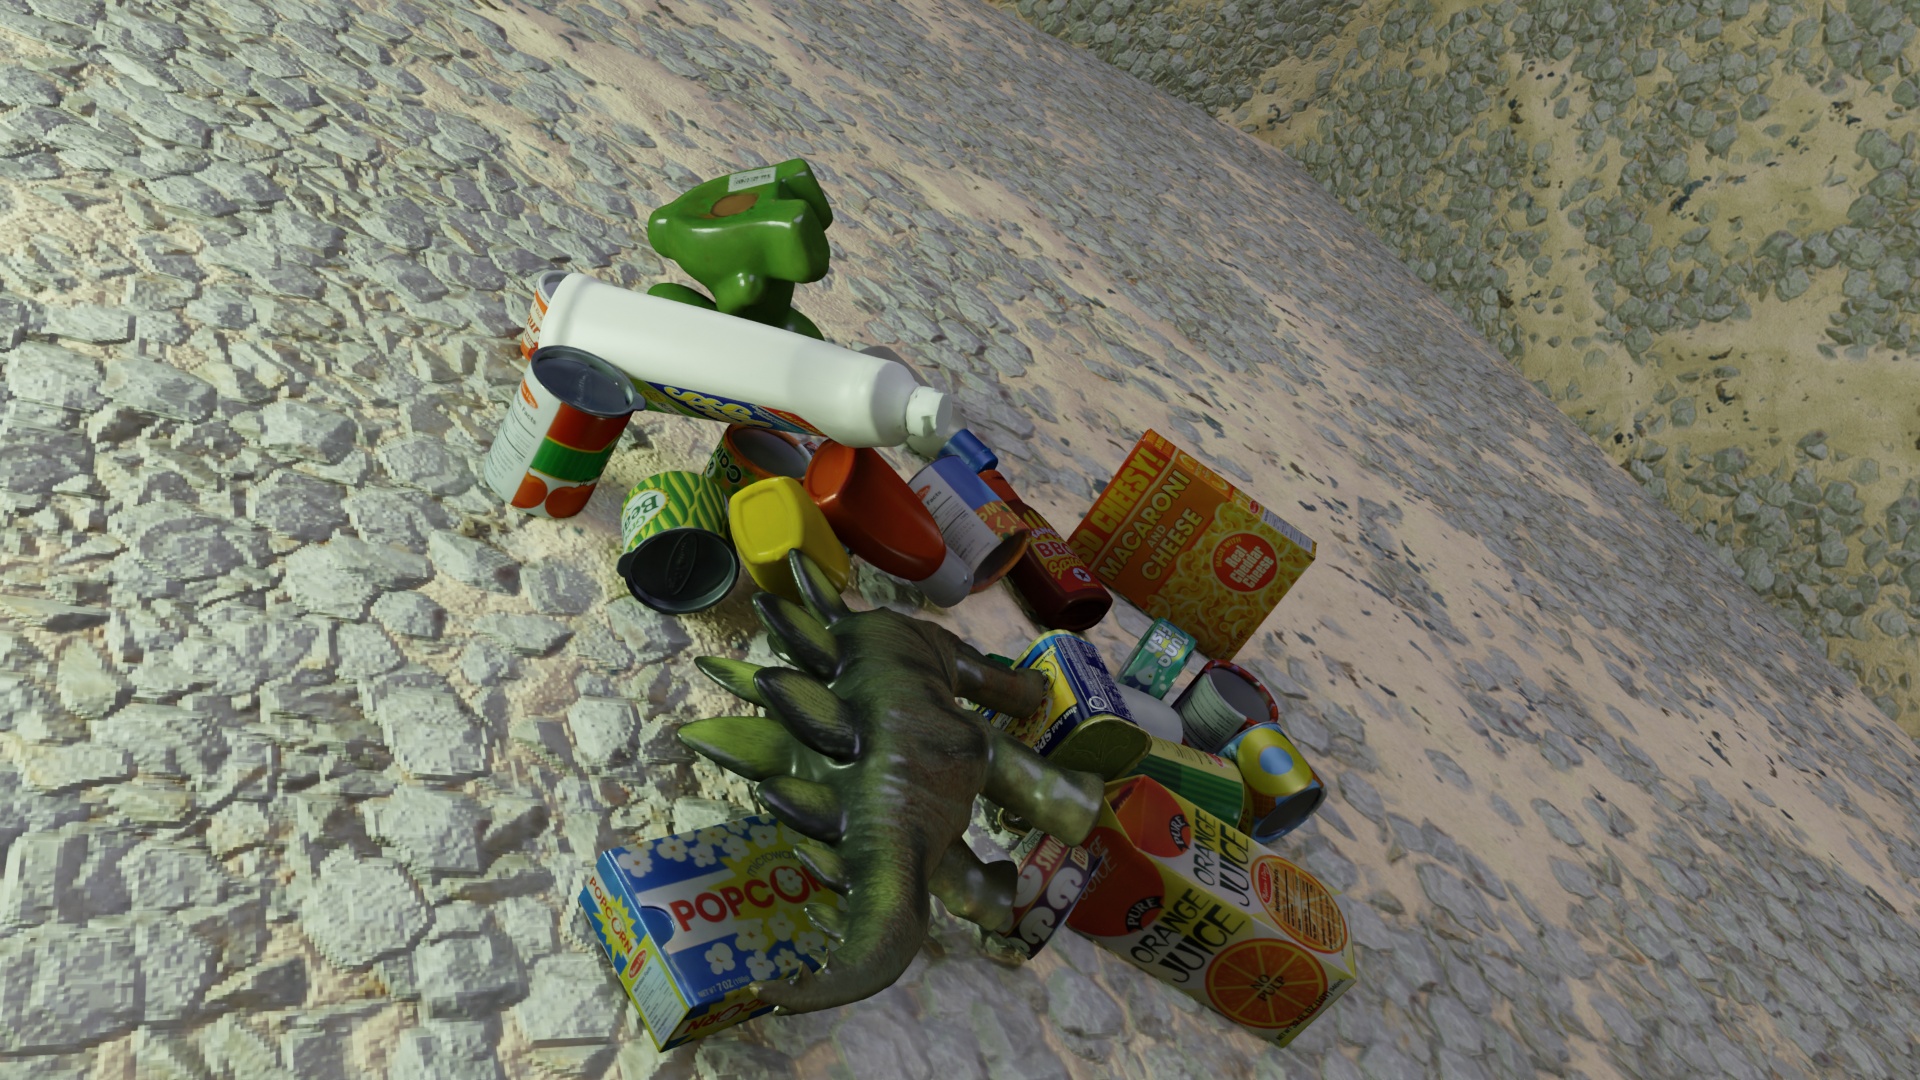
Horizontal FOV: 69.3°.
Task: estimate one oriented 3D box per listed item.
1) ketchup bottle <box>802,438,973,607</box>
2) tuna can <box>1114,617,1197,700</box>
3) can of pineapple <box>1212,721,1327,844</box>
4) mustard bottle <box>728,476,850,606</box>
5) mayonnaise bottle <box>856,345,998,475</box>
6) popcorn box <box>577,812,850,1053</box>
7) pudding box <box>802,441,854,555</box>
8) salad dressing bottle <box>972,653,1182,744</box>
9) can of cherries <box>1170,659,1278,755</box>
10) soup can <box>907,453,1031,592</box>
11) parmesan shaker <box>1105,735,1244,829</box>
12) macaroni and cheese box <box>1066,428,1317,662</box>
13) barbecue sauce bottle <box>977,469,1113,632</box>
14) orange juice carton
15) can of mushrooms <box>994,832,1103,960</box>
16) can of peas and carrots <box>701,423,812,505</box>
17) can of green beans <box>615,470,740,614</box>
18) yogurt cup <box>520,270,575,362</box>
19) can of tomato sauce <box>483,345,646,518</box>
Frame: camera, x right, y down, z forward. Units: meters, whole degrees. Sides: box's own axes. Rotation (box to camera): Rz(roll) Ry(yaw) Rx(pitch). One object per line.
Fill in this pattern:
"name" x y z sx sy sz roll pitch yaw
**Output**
"ketchup bottle" -0.045 -0.007 0.940 0.148 0.043 0.065 45 44 -39
"tuna can" 0.142 0.090 1.015 0.033 0.070 0.071 35 28 4
"can of pineapple" 0.211 0.170 0.969 0.071 0.070 0.058 5 39 -43
"mustard bottle" -0.099 0.011 0.863 0.160 0.049 0.065 63 7 -71
"mayonnaise bottle" -0.032 -0.103 1.165 0.148 0.041 0.065 44 31 16
"popcorn box" -0.103 0.176 0.651 0.127 0.038 0.085 -2 46 -49
"pudding box" -0.093 -0.031 0.996 0.084 0.030 0.050 39 27 9
"salad dressing bottle" 0.078 0.115 0.937 0.147 0.043 0.064 21 32 -21
"can of cherries" 0.191 0.129 1.017 0.071 0.058 0.072 26 29 -15
"soup can" 0.004 -0.013 1.033 0.084 0.071 0.071 46 30 21
"parmesan shaker" 0.119 0.158 0.891 0.103 0.071 0.071 20 31 -24
"macaroni and cheese box" 0.185 0.006 1.136 0.166 0.123 0.040 35 25 2
"barbecue sauce bottle" 0.054 0.006 1.081 0.065 0.043 0.149 3 40 -45
"orange juice carton" 0.131 0.207 0.816 0.193 0.071 0.073 31 28 -6
"can of mushrooms" 0.045 0.189 0.755 0.033 0.070 0.071 36 28 7
"can of peas and carrots" -0.141 -0.040 0.928 0.071 0.058 0.071 26 28 -15
"can of green beans" -0.168 0.001 0.828 0.071 0.071 0.058 18 31 -29
"yogurt cup" -0.269 -0.146 0.963 0.072 0.053 0.073 26 29 -15
"can of tomato sauce" -0.239 -0.064 0.835 0.071 0.082 0.071 26 29 -16
